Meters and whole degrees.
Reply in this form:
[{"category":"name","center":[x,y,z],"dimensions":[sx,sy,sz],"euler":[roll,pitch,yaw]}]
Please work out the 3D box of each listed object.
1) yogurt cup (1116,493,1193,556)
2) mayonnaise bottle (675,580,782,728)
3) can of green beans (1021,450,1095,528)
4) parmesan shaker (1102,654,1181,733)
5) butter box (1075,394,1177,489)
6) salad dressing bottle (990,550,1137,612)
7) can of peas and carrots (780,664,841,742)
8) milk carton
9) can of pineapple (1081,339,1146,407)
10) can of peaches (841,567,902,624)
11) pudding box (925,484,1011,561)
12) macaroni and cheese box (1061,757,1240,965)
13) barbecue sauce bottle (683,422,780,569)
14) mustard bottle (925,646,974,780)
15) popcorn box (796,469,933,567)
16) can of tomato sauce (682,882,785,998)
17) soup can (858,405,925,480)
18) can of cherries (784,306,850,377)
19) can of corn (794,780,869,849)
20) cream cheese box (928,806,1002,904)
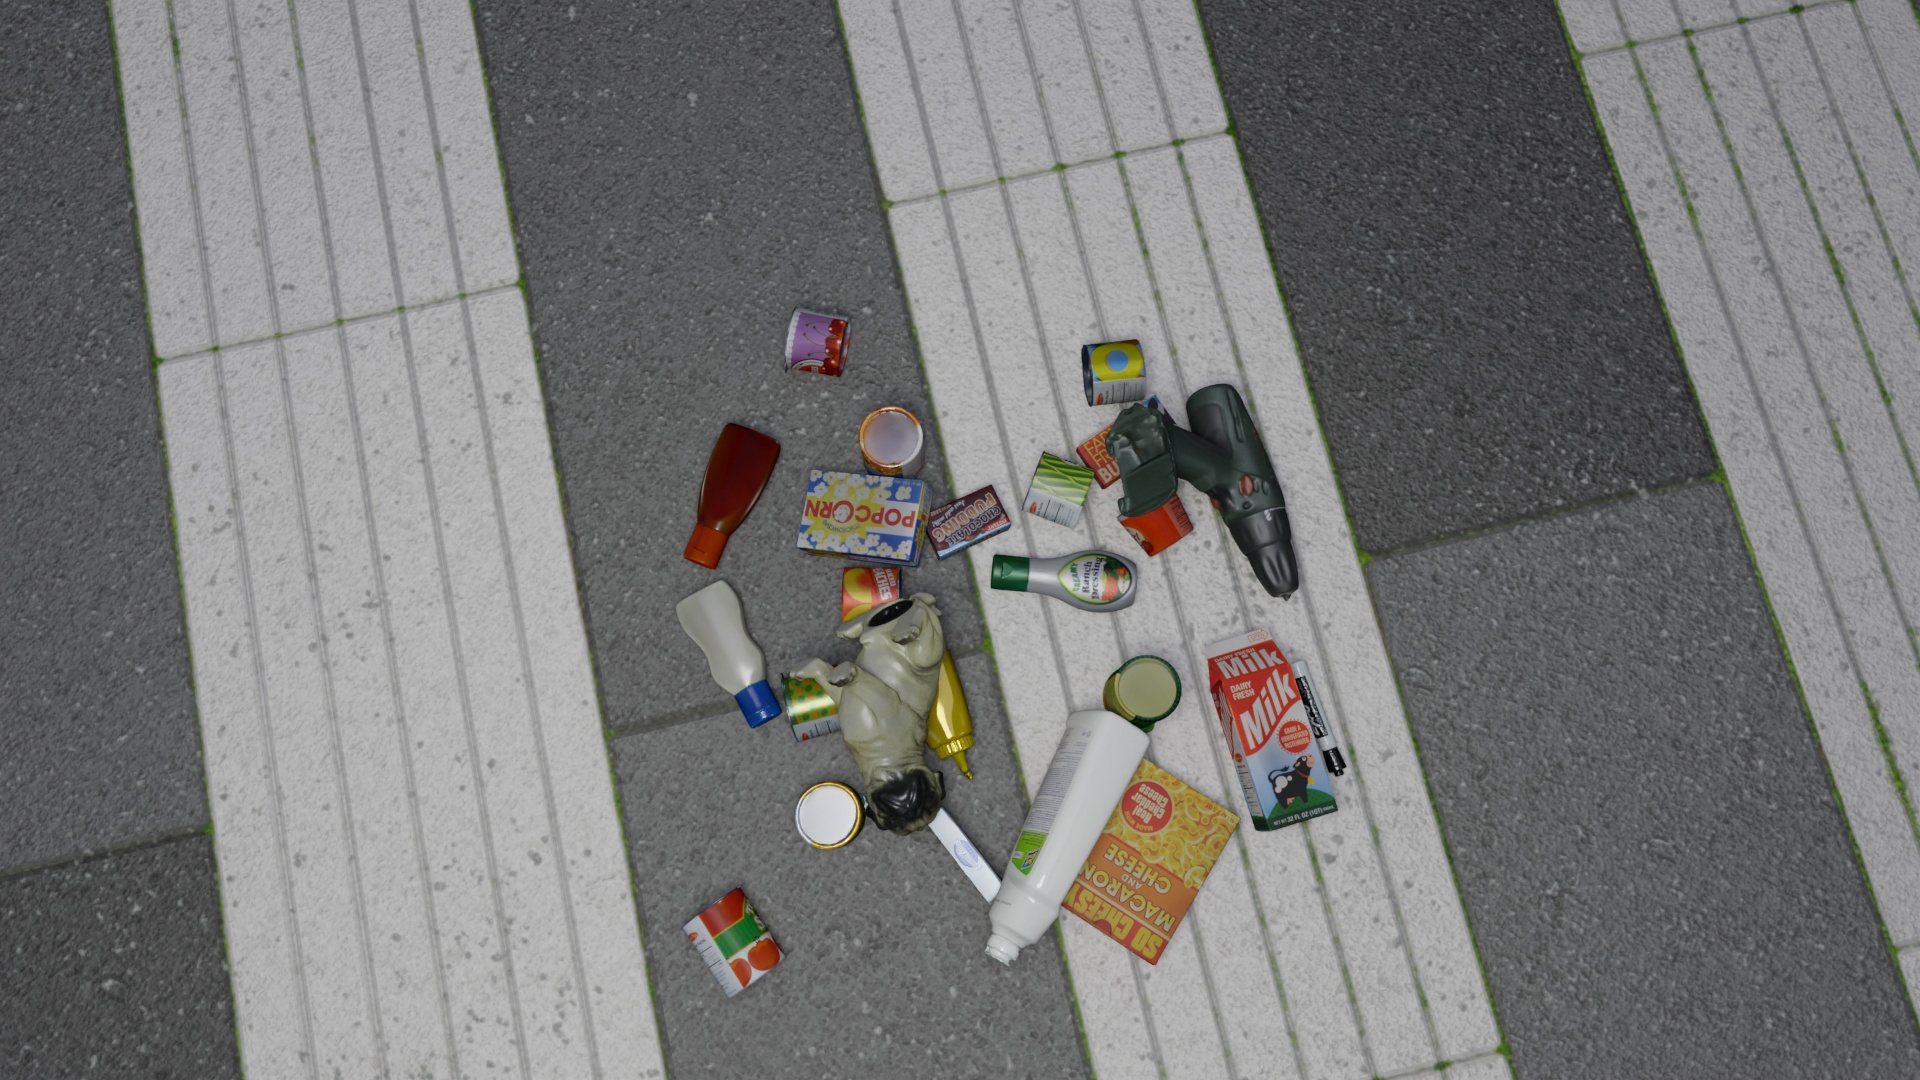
[{"category":"yogurt cup","center":[0.203,-0.020,1.428],"dimensions":[0.072,0.072,0.054],"euler":[-34,89,-7]},{"category":"mayonnaise bottle","center":[-0.230,0.117,1.408],"dimensions":[0.065,0.041,0.148],"euler":[-28,81,-4]},{"category":"can of green beans","center":[0.101,-0.052,1.432],"dimensions":[0.058,0.071,0.071],"euler":[20,79,3]},{"category":"parmesan shaker","center":[0.180,0.153,1.371],"dimensions":[0.071,0.103,0.071],"euler":[0,79,-1]},{"category":"butter box","center":[0.177,-0.103,1.464],"dimensions":[0.103,0.024,0.053],"euler":[-34,80,-7]},{"category":"salad dressing bottle","center":[0.105,0.039,1.424],"dimensions":[0.148,0.044,0.064],"euler":[5,80,1]},{"category":"can of peas and carrots","center":[-0.143,0.160,1.386],"dimensions":[0.059,0.071,0.071],"euler":[-15,79,-4]},{"category":"milk carton","center":[0.304,0.186,1.381],"dimensions":[0.072,0.073,0.191],"euler":[-16,79,-3]},{"category":"can of pineapple","center":[0.160,-0.178,1.458],"dimensions":[0.058,0.071,0.071],"euler":[-7,79,-2]},{"category":"can of peaches","center":[-0.089,0.058,1.406],"dimensions":[0.058,0.071,0.071],"euler":[0,79,1]},{"category":"pudding box","center":[0.005,-0.018,1.442],"dimensions":[0.084,0.030,0.050],"euler":[-24,80,-5]},{"category":"macaroni and cheese box","center":[0.179,0.312,1.371],"dimensions":[0.124,0.040,0.167],"euler":[32,80,7]},{"category":"barbecue sauce bottle","center":[-0.242,-0.044,1.439],"dimensions":[0.065,0.043,0.149],"euler":[21,80,4]},{"category":"mustard bottle","center":[-0.023,0.167,1.394],"dimensions":[0.065,0.048,0.160],"euler":[-23,80,1]},{"category":"popcorn box","center":[-0.097,-0.023,1.422],"dimensions":[0.127,0.038,0.085],"euler":[6,79,17]},{"category":"can of tomato sauce","center":[-0.216,0.386,1.340],"dimensions":[0.071,0.071,0.083],"euler":[-35,82,-7]},{"category":"soup can","center":[-0.073,-0.097,1.431],"dimensions":[0.071,0.083,0.071],"euler":[0,79,0]},{"category":"can of cherries","center":[-0.150,-0.206,1.462],"dimensions":[0.058,0.071,0.071],"euler":[10,79,1]},{"category":"can of corn","center":[-0.126,0.269,1.368],"dimensions":[0.071,0.058,0.071],"euler":[0,79,0]},{"category":"cream cheese box","center":[0.005,0.307,1.364],"dimensions":[0.024,0.053,0.104],"euler":[-38,81,-5]}]
